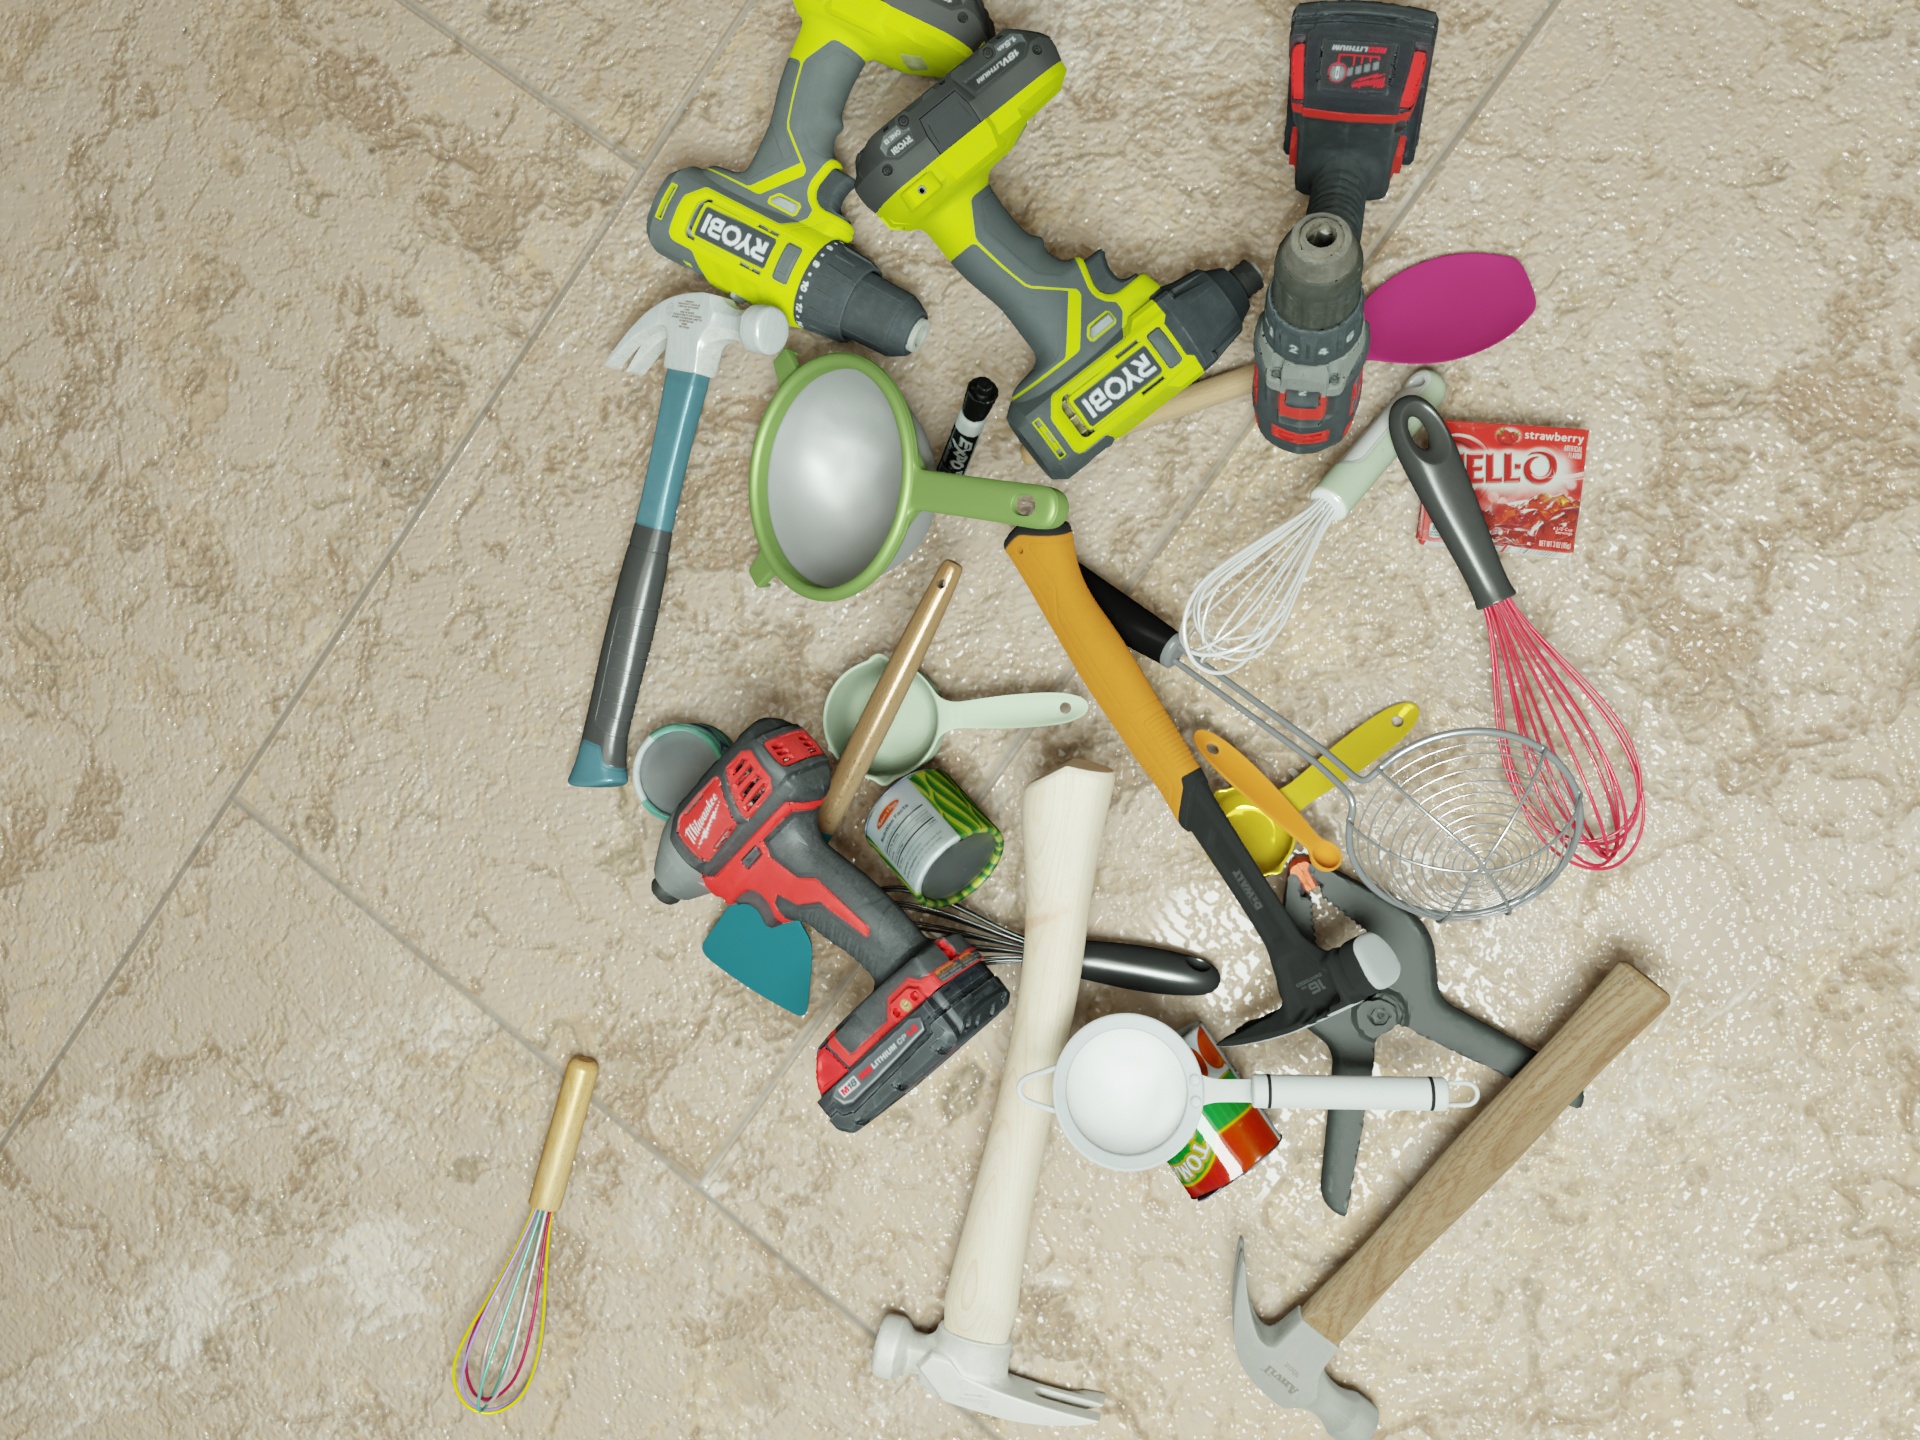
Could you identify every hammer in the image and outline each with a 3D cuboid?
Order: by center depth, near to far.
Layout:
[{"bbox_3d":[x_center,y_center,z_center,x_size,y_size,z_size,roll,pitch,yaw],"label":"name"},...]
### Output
[{"bbox_3d":[0.279,0.268,0.917,0.130,0.031,0.331,38,101,-2],"label":"hammer"},{"bbox_3d":[0.119,0.029,0.933,0.127,0.034,0.337,-40,77,45],"label":"hammer"},{"bbox_3d":[0.049,0.227,0.957,0.146,0.038,0.410,12,101,10],"label":"hammer"},{"bbox_3d":[-0.201,-0.111,1.029,0.128,0.033,0.331,20,99,35],"label":"hammer"}]

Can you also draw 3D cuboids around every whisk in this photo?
[{"bbox_3d":[0.314,-0.050,0.908,0.073,0.073,0.296,-25,90,10],"label":"whisk"},{"bbox_3d":[0.207,-0.120,0.916,0.246,0.058,0.059,-48,120,-18],"label":"whisk"},{"bbox_3d":[0.042,0.142,0.988,0.239,0.055,0.055,8,91,7],"label":"whisk"},{"bbox_3d":[-0.285,0.342,1.053,0.047,0.051,0.245,16,89,17],"label":"whisk"}]

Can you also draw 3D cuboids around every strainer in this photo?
[{"bbox_3d":[0.161,0.210,0.897,0.258,0.050,0.087,0,77,4],"label":"strainer"},{"bbox_3d":[-0.022,-0.138,0.953,0.256,0.069,0.151,15,101,41],"label":"strainer"}]

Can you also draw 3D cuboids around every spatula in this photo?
[{"bbox_3d":[-0.072,0.042,0.986,0.082,0.044,0.317,30,104,11],"label":"spatula"}]

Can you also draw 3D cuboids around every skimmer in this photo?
[{"bbox_3d":[0.187,-0.013,0.939,0.364,0.090,0.127,39,125,28],"label":"skimmer"}]

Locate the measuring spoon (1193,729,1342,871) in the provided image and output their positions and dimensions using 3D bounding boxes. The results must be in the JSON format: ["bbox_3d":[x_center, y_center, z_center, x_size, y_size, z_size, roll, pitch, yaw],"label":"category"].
[{"bbox_3d":[0.181,0.048,0.948,0.021,0.011,0.117,-34,69,-27],"label":"measuring spoon"}]

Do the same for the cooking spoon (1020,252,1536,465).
[{"bbox_3d":[0.188,-0.213,0.973,0.319,0.017,0.069,-17,72,11],"label":"cooking spoon"}]

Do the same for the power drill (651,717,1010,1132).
[{"bbox_3d":[-0.088,0.121,0.934,0.143,0.078,0.220,-45,78,26],"label":"power drill"}]

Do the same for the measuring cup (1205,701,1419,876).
[{"bbox_3d":[0.214,0.040,0.966,0.156,0.029,0.062,-36,74,-3],"label":"measuring cup"}]

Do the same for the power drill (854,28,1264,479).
[{"bbox_3d":[0.058,-0.279,0.935,0.171,0.080,0.223,-38,102,3],"label":"power drill"}]

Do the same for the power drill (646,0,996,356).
[{"bbox_3d":[-0.069,-0.356,1.000,0.190,0.080,0.228,29,98,11],"label":"power drill"}]

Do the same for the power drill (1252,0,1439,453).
[{"bbox_3d":[0.204,-0.281,0.870,0.080,0.187,0.227,9,75,12],"label":"power drill"}]

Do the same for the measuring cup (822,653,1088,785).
[{"bbox_3d":[-0.002,-0.003,1.001,0.167,0.038,0.083,-4,89,10],"label":"measuring cup"}]
